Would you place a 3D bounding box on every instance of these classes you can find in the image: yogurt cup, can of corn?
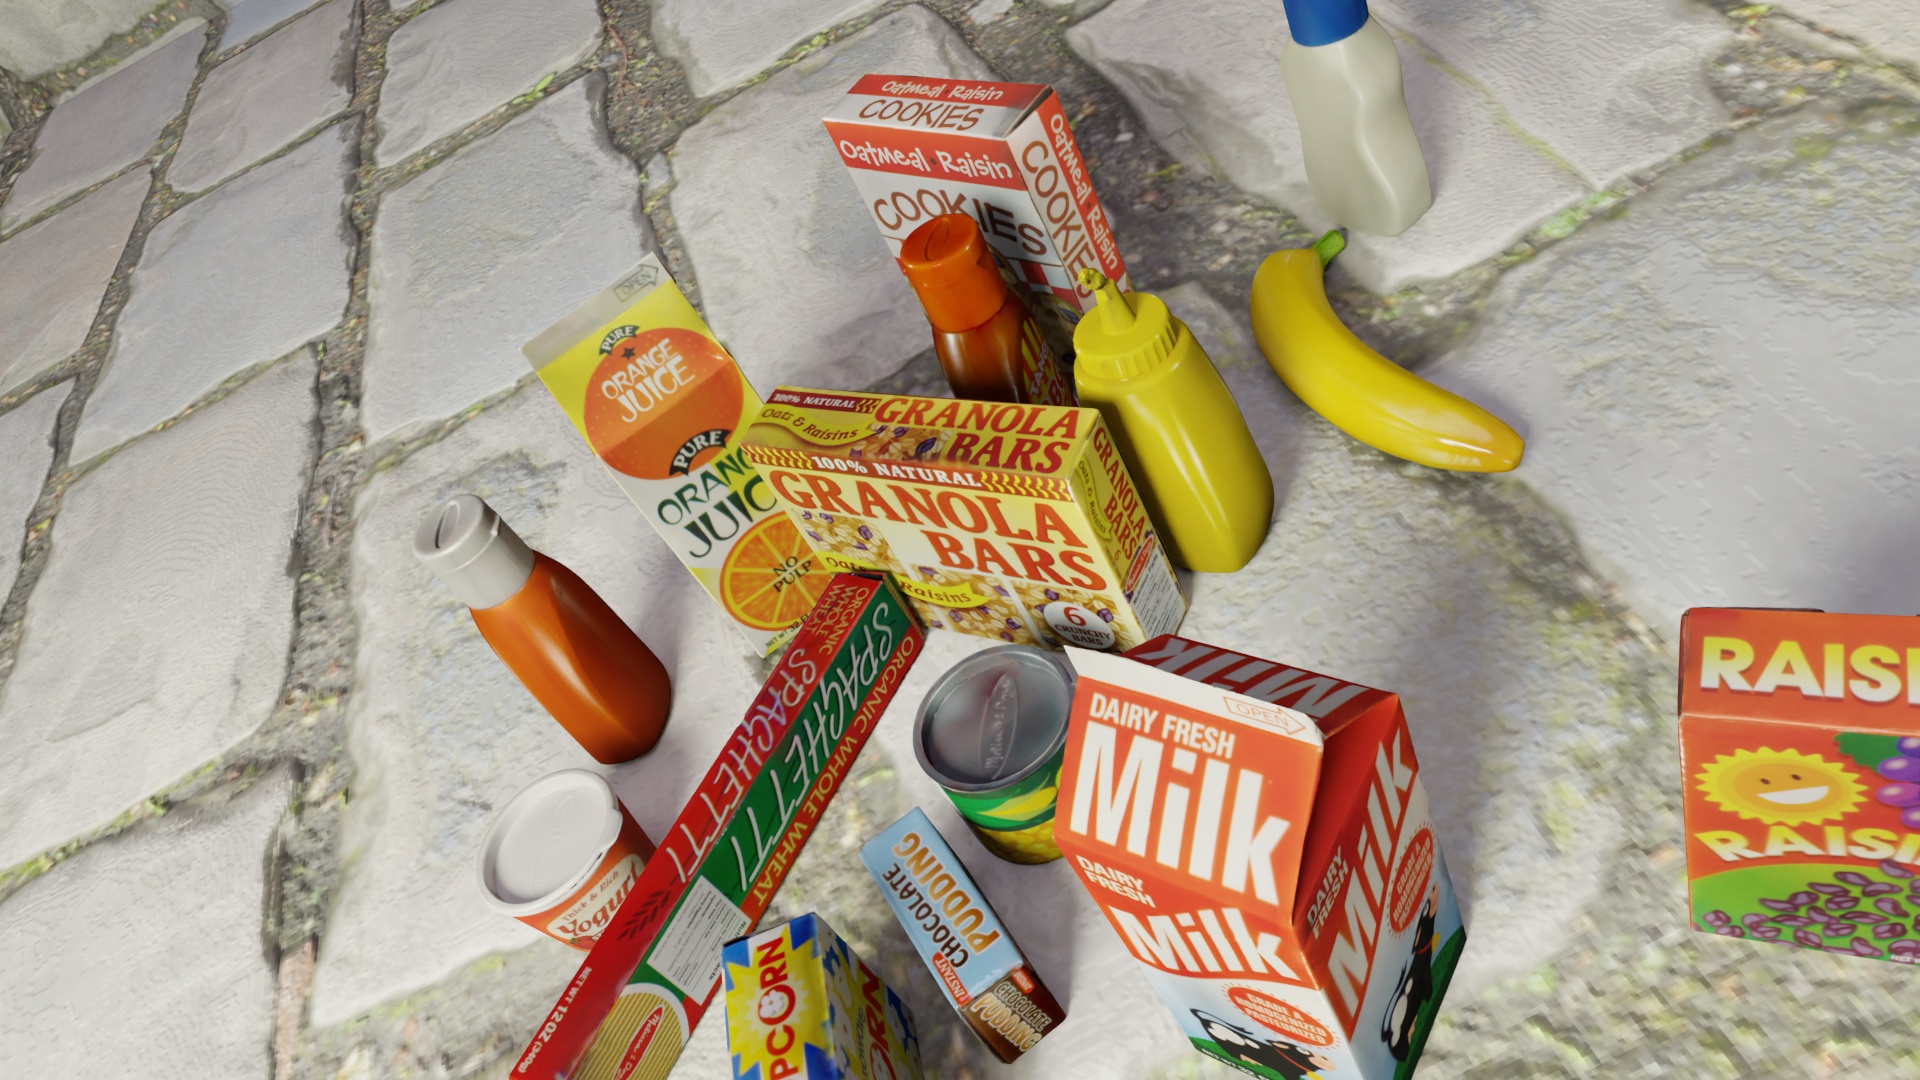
[{"bbox_3d":[-0.164,0.140,0.598,0.072,0.053,0.073,-16,44,16],"label":"yogurt cup"},{"bbox_3d":[0.025,0.084,0.543,0.071,0.058,0.071,-16,44,16],"label":"can of corn"}]

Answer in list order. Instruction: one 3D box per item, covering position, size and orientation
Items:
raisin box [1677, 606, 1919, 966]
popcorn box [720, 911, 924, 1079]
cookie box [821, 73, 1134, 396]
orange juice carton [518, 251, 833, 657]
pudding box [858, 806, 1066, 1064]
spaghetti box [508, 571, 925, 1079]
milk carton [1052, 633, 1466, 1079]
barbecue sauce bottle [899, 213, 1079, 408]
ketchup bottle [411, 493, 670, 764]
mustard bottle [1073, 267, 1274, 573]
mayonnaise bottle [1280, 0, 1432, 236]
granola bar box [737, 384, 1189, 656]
[{"bbox_3d":[0.248,0.070,0.383,0.086,0.123,0.040,2,52,31],"label":"raisin box"},{"bbox_3d":[-0.038,0.197,0.450,0.038,0.085,0.127,-24,43,7],"label":"popcorn box"},{"bbox_3d":[0.018,-0.148,0.687,0.123,0.166,0.040,20,62,41],"label":"cookie box"},{"bbox_3d":[-0.119,-0.040,0.641,0.072,0.192,0.073,-36,42,-6],"label":"orange juice carton"},{"bbox_3d":[-0.001,0.143,0.507,0.030,0.049,0.084,-36,42,-6],"label":"pudding box"},{"bbox_3d":[-0.091,0.122,0.577,0.028,0.050,0.251,9,55,35],"label":"spaghetti box"},{"bbox_3d":[0.089,0.093,0.401,0.072,0.189,0.074,12,57,37],"label":"milk carton"},{"bbox_3d":[0.018,-0.081,0.637,0.043,0.148,0.065,-6,48,25],"label":"barbecue sauce bottle"},{"bbox_3d":[-0.189,0.039,0.637,0.043,0.148,0.065,-20,43,12],"label":"ketchup bottle"},{"bbox_3d":[0.081,-0.052,0.565,0.065,0.159,0.049,16,59,39],"label":"mustard bottle"},{"bbox_3d":[0.187,-0.218,0.673,0.041,0.147,0.065,-41,43,-11],"label":"mayonnaise bottle"},{"bbox_3d":[0.002,-0.007,0.594,0.165,0.123,0.039,8,55,35],"label":"granola bar box"}]
